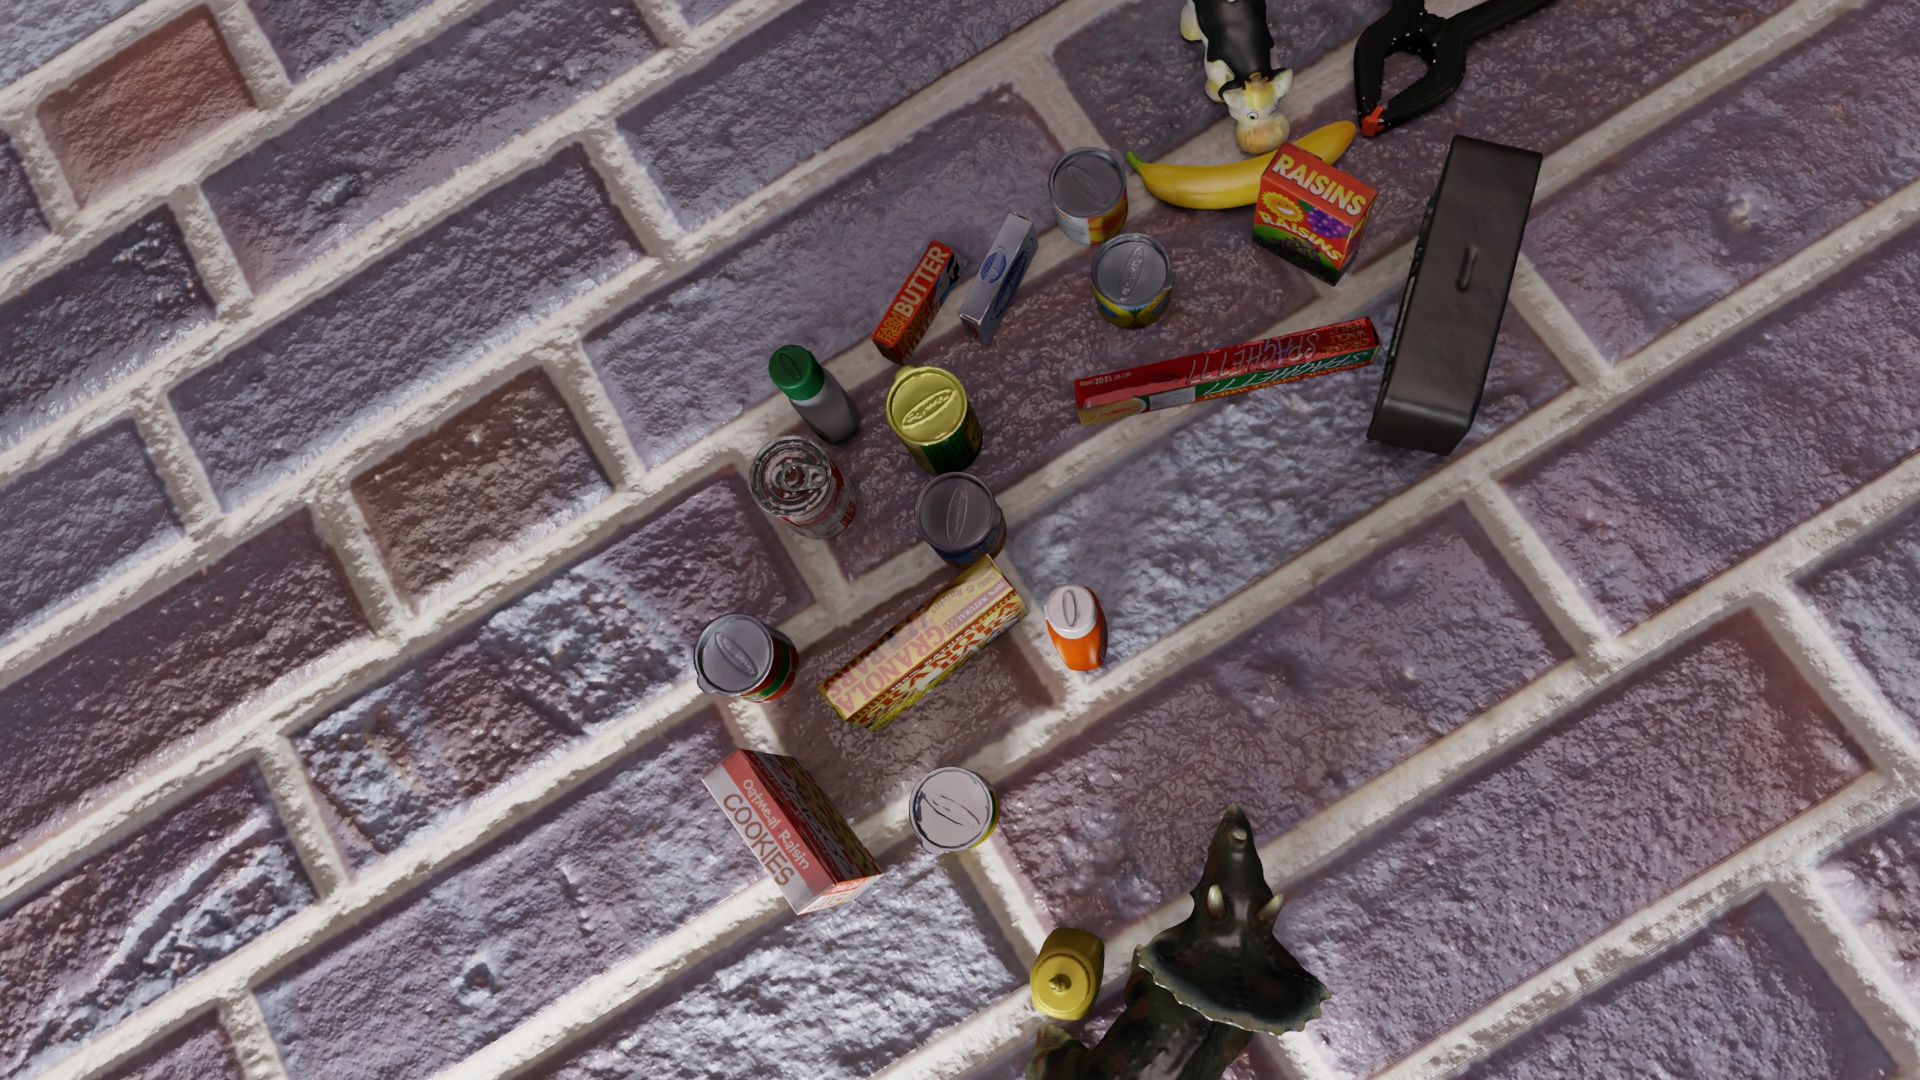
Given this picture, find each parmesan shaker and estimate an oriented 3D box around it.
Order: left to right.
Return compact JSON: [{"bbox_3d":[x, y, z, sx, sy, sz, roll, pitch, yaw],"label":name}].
[{"bbox_3d":[-0.021,-0.100,1.155,0.071,0.103,0.071,-2,78,8],"label":"parmesan shaker"}]

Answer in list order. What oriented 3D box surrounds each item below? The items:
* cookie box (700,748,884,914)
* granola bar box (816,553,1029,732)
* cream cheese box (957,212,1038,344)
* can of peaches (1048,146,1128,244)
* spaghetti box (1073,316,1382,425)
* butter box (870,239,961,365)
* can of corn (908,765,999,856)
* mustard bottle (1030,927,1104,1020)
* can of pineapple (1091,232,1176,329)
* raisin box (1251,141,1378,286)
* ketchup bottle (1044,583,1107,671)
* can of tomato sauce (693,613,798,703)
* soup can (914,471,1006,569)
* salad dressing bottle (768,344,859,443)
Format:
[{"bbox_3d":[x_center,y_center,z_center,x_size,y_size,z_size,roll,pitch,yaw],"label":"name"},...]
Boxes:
[{"bbox_3d":[-0.124,0.221,1.068,0.040,0.167,0.123,-40,76,-1],"label":"cookie box"},{"bbox_3d":[-0.024,0.085,1.105,0.165,0.124,0.039,-38,76,-1],"label":"granola bar box"},{"bbox_3d":[0.033,-0.226,1.199,0.024,0.053,0.104,25,83,13],"label":"cream cheese box"},{"bbox_3d":[0.113,-0.299,1.200,0.071,0.058,0.071,-2,78,8],"label":"can of peaches"},{"bbox_3d":[0.219,-0.139,1.155,0.250,0.050,0.029,-12,77,6],"label":"spaghetti box"},{"bbox_3d":[-0.037,-0.205,1.205,0.024,0.053,0.103,30,84,13],"label":"butter box"},{"bbox_3d":[-0.005,0.217,1.108,0.071,0.058,0.071,-2,78,8],"label":"can of corn"},{"bbox_3d":[0.078,0.322,1.020,0.049,0.160,0.065,10,80,11],"label":"mustard bottle"},{"bbox_3d":[0.147,-0.218,1.178,0.071,0.058,0.071,-2,78,8],"label":"can of pineapple"},{"bbox_3d":[0.287,-0.265,1.133,0.086,0.123,0.040,34,85,14],"label":"raisin box"},{"bbox_3d":[0.090,0.063,1.080,0.043,0.148,0.065,-6,78,7],"label":"ketchup bottle"},{"bbox_3d":[-0.176,0.100,1.145,0.071,0.083,0.071,-2,78,8],"label":"can of tomato sauce"},{"bbox_3d":[0.004,-0.014,1.143,0.071,0.083,0.071,-2,78,8],"label":"soup can"},{"bbox_3d":[-0.122,-0.122,1.152,0.044,0.147,0.064,-36,76,0],"label":"salad dressing bottle"}]
